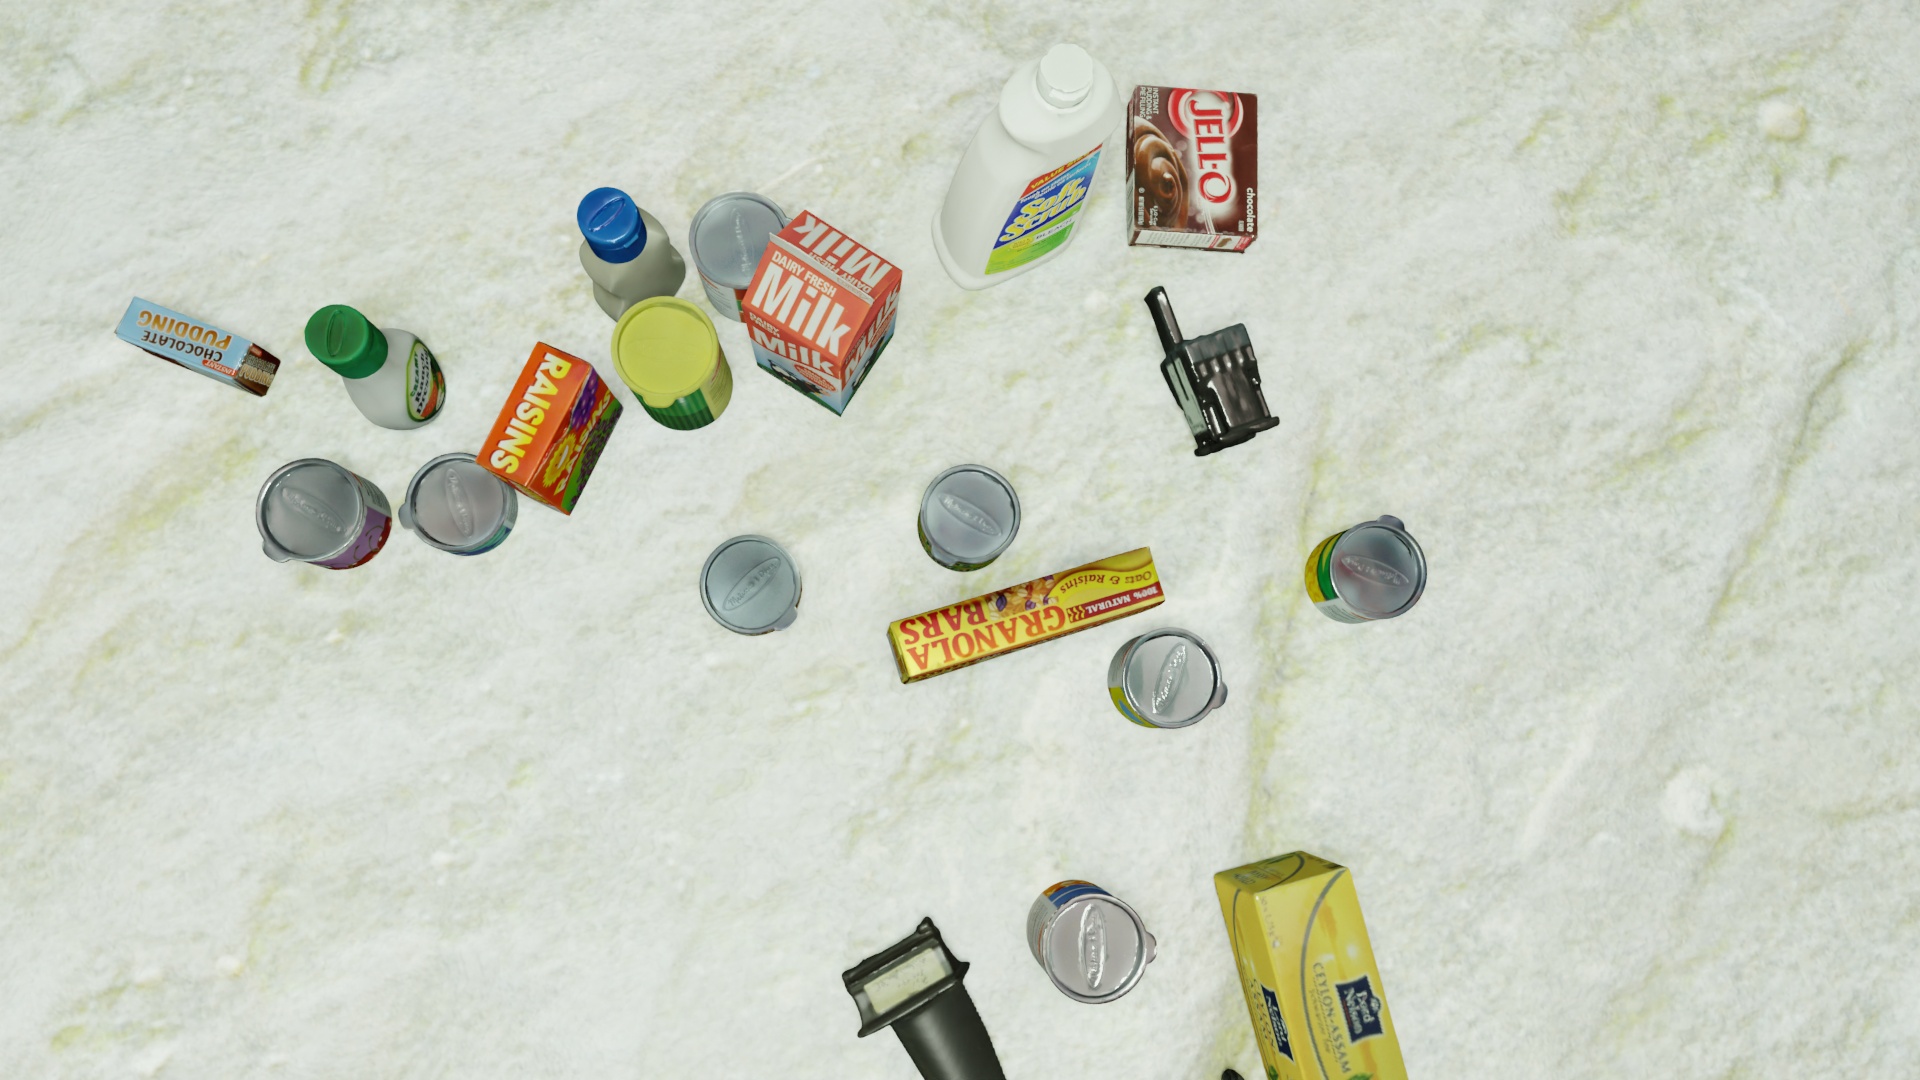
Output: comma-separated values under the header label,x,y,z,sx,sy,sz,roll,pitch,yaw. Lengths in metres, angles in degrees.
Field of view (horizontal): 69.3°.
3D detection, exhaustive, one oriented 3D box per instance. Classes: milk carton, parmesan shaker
label,x,y,z,sx,sy,sz,roll,pitch,yaw
milk carton,-0.086,-0.144,0.877,0.072,0.190,0.073,32,81,0
parmesan shaker,-0.187,-0.110,0.909,0.071,0.103,0.071,1,82,-4

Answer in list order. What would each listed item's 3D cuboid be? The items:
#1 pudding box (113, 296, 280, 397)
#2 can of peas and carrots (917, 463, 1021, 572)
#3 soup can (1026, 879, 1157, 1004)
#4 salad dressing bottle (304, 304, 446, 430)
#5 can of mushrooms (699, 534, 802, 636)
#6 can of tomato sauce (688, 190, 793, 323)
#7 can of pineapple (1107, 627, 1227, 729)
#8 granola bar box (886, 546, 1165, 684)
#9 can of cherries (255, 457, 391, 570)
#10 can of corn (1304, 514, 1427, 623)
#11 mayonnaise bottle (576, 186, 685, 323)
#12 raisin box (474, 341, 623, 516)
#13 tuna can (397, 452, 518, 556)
label,x,y,z,sx,sy,sz,roll,pitch,yaw
pudding box,-0.501,-0.127,0.913,0.084,0.049,0.030,21,81,-1
can of peas and carrots,0.003,-0.012,0.932,0.071,0.058,0.071,1,82,-4
soup can,0.082,0.254,0.887,0.071,0.083,0.071,1,82,-4
salad dressing bottle,-0.366,-0.109,0.872,0.044,0.147,0.064,5,82,-4
can of mushrooms,-0.138,0.032,0.927,0.071,0.033,0.071,1,82,-4
can of tomato sauce,-0.142,-0.189,0.933,0.071,0.083,0.071,1,82,-4
can of pineapple,0.136,0.094,0.928,0.071,0.058,0.071,1,82,-4
granola bar box,0.038,0.051,0.893,0.166,0.124,0.039,-16,84,-6
can of cherries,-0.413,-0.014,0.900,0.071,0.058,0.071,1,82,-4
can of corn,0.276,0.021,0.949,0.071,0.058,0.071,1,82,-4
mayonnaise bottle,-0.215,-0.184,0.894,0.041,0.148,0.065,44,82,2
raisin box,-0.259,-0.068,0.887,0.040,0.123,0.086,25,81,-1
tuna can,-0.332,-0.022,0.920,0.071,0.033,0.071,1,82,-4
